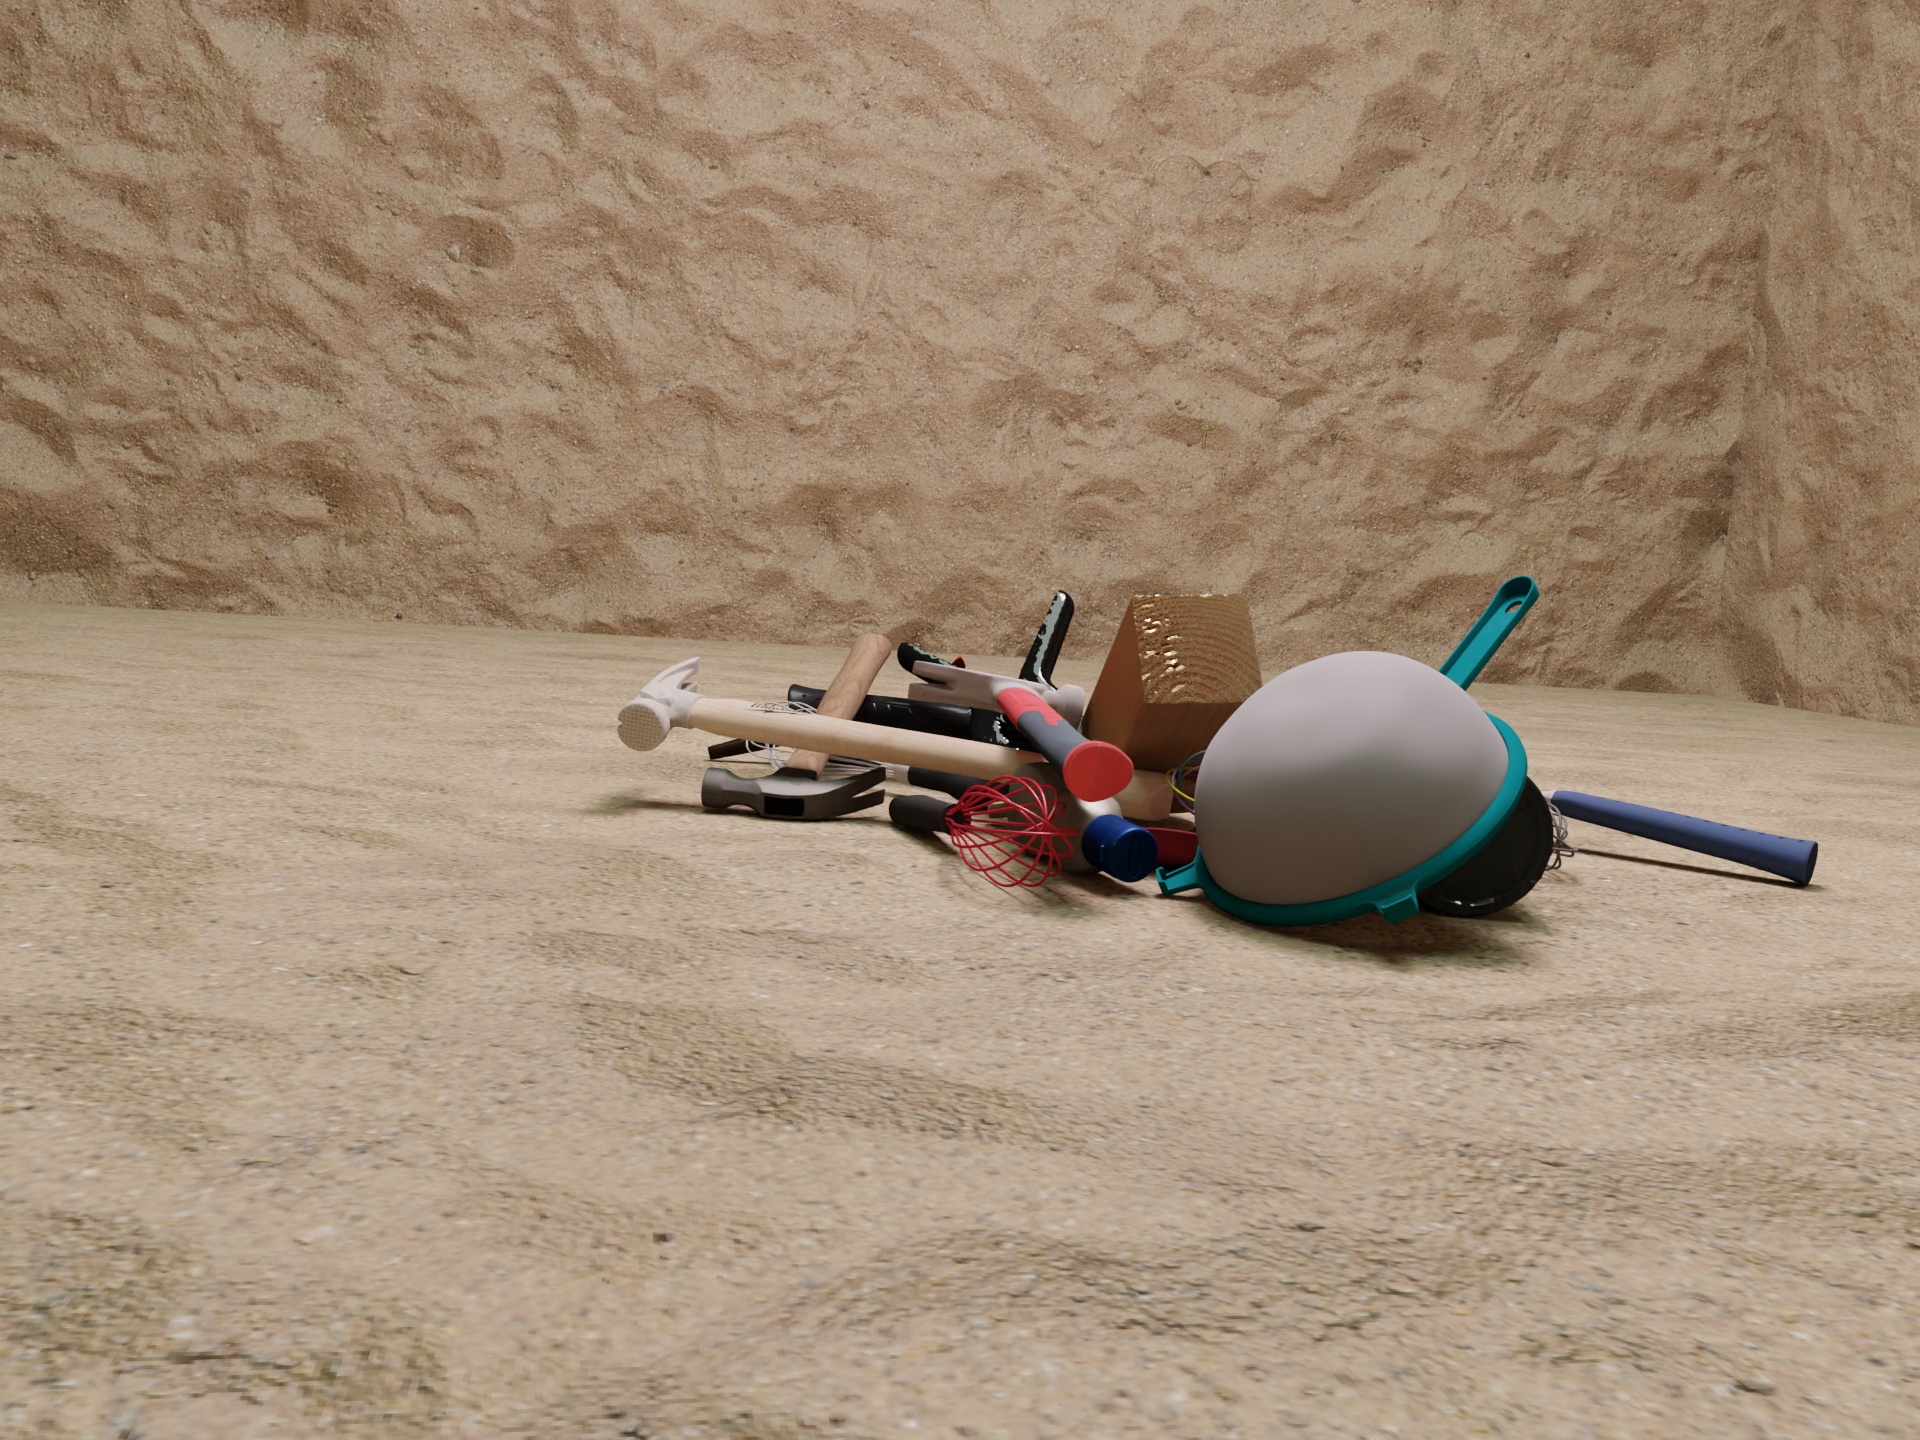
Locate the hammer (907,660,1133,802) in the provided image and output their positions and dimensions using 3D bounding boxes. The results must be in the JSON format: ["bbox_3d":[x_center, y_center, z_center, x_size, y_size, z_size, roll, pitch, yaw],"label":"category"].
[{"bbox_3d":[0.044,0.002,1.127,0.143,0.038,0.386,10,7,-6],"label":"hammer"}]

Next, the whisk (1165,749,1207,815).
[{"bbox_3d":[0.263,0.068,1.153,0.245,0.051,0.047,14,-1,-11],"label":"whisk"}]

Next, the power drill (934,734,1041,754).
[{"bbox_3d":[0.086,0.019,1.511,0.227,0.080,0.188,2,5,15],"label":"power drill"}]

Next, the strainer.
[{"bbox_3d":[0.263,-0.017,0.993,0.340,0.095,0.211,-44,25,-29],"label":"strainer"}]

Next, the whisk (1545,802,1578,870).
[{"bbox_3d":[0.418,0.084,1.258,0.055,0.055,0.239,3,2,-5],"label":"whisk"}]

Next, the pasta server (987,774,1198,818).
[{"bbox_3d":[0.179,0.058,1.220,0.316,0.040,0.060,-7,-1,2],"label":"pasta server"}]

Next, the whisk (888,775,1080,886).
[{"bbox_3d":[0.004,0.069,1.077,0.073,0.073,0.296,2,0,-20],"label":"whisk"}]

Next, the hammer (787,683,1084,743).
[{"bbox_3d":[-0.002,-0.005,1.418,0.335,0.146,0.035,6,-38,21],"label":"hammer"}]

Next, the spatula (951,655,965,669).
[{"bbox_3d":[0.038,-0.009,1.661,0.041,0.081,0.322,47,12,30],"label":"spatula"}]

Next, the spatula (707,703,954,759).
[{"bbox_3d":[-0.080,-0.004,1.488,0.316,0.018,0.060,-13,7,-6],"label":"spatula"}]

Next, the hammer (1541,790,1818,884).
[{"bbox_3d":[0.476,0.063,1.305,0.406,0.035,0.144,15,-12,36],"label":"hammer"}]

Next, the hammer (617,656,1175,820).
[{"bbox_3d":[-0.042,0.017,1.212,0.410,0.038,0.146,10,18,6],"label":"hammer"}]

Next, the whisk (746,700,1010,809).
[{"bbox_3d":[-0.071,0.036,1.352,0.285,0.070,0.070,14,11,34],"label":"whisk"}]

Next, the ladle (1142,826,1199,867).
[{"bbox_3d":[0.189,0.081,1.204,0.069,0.031,0.315,4,4,22],"label":"ladle"}]

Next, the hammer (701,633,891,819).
[{"bbox_3d":[-0.104,-0.002,1.328,0.130,0.031,0.331,8,25,7],"label":"hammer"}]
